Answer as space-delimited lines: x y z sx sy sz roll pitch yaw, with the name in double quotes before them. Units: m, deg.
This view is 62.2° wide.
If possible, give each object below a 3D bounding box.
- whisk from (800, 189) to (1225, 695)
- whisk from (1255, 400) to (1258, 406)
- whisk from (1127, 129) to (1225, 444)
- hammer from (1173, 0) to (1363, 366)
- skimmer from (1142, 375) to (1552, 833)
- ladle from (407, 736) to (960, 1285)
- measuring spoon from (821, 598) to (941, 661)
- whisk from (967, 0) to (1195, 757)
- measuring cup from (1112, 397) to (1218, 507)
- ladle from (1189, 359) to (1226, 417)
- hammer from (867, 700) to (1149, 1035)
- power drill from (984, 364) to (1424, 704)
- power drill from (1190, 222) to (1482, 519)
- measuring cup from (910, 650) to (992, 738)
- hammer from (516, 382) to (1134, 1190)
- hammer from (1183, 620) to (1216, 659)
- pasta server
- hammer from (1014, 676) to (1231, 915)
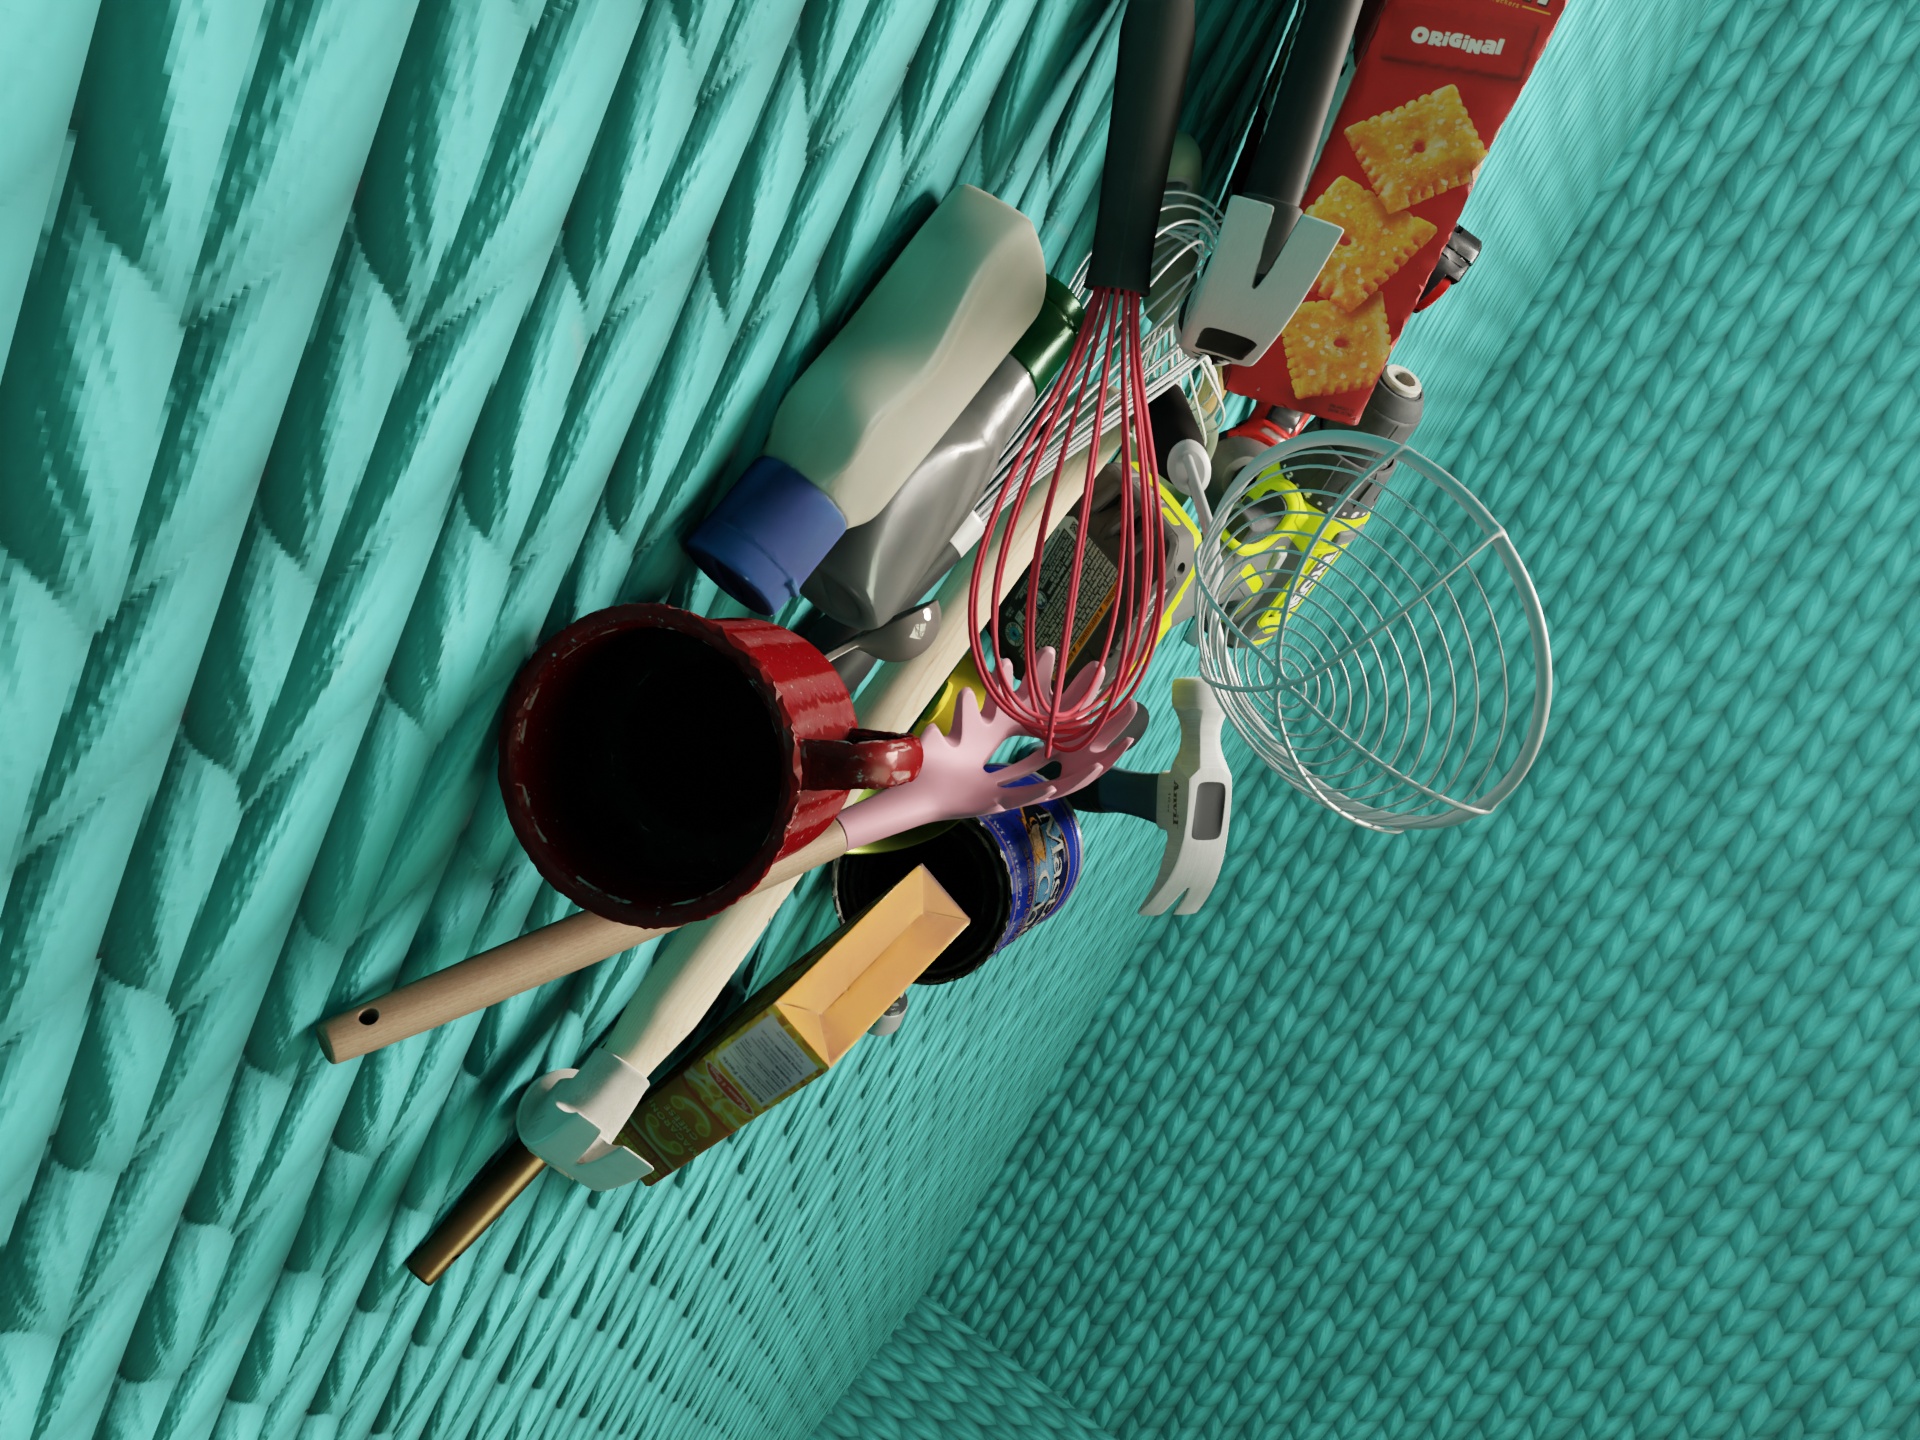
"whisk" 0.018 -0.102 0.640 0.284 0.070 0.070 -48 165 -6
"whisk" 0.219 -0.197 1.167 0.244 0.051 0.047 80 23 -64
"whisk" 0.100 -0.193 0.757 0.246 0.058 0.059 71 19 -69
"hammer" 0.139 -0.286 0.524 0.146 0.035 0.335 -72 179 -83
"skimmer" 0.122 -0.081 0.601 0.364 0.090 0.127 -87 170 -65
"ladle" -0.112 0.123 0.703 0.320 0.062 0.078 -48 161 -24
"measuring spoon" -0.058 -0.010 0.581 0.124 0.018 0.034 -30 -171 -19
"whisk" 0.051 -0.131 0.557 0.073 0.073 0.296 -19 119 -68
"measuring cup" 0.096 -0.125 0.887 0.168 0.038 0.083 -46 163 -44
"ladle" 0.156 -0.217 0.922 0.069 0.031 0.315 -38 159 -42
"hammer" 0.052 0.076 1.200 0.409 0.036 0.149 -40 157 -52
"power drill" 0.137 -0.098 0.845 0.228 0.080 0.190 -21 154 -39
"power drill" 0.218 -0.217 0.985 0.219 0.078 0.143 -56 -179 11
"measuring cup" -0.001 -0.002 0.777 0.062 0.029 0.156 -56 -179 1
"hammer" -0.038 0.008 0.655 0.411 0.038 0.146 -55 -169 -21
"hammer" 0.309 -0.166 1.536 0.337 0.034 0.127 -37 155 -55
"pasta server" -0.064 0.044 0.552 0.316 0.060 0.040 -21 149 -34
"hammer" 0.088 0.039 0.961 0.331 0.033 0.128 -176 -93 -77
